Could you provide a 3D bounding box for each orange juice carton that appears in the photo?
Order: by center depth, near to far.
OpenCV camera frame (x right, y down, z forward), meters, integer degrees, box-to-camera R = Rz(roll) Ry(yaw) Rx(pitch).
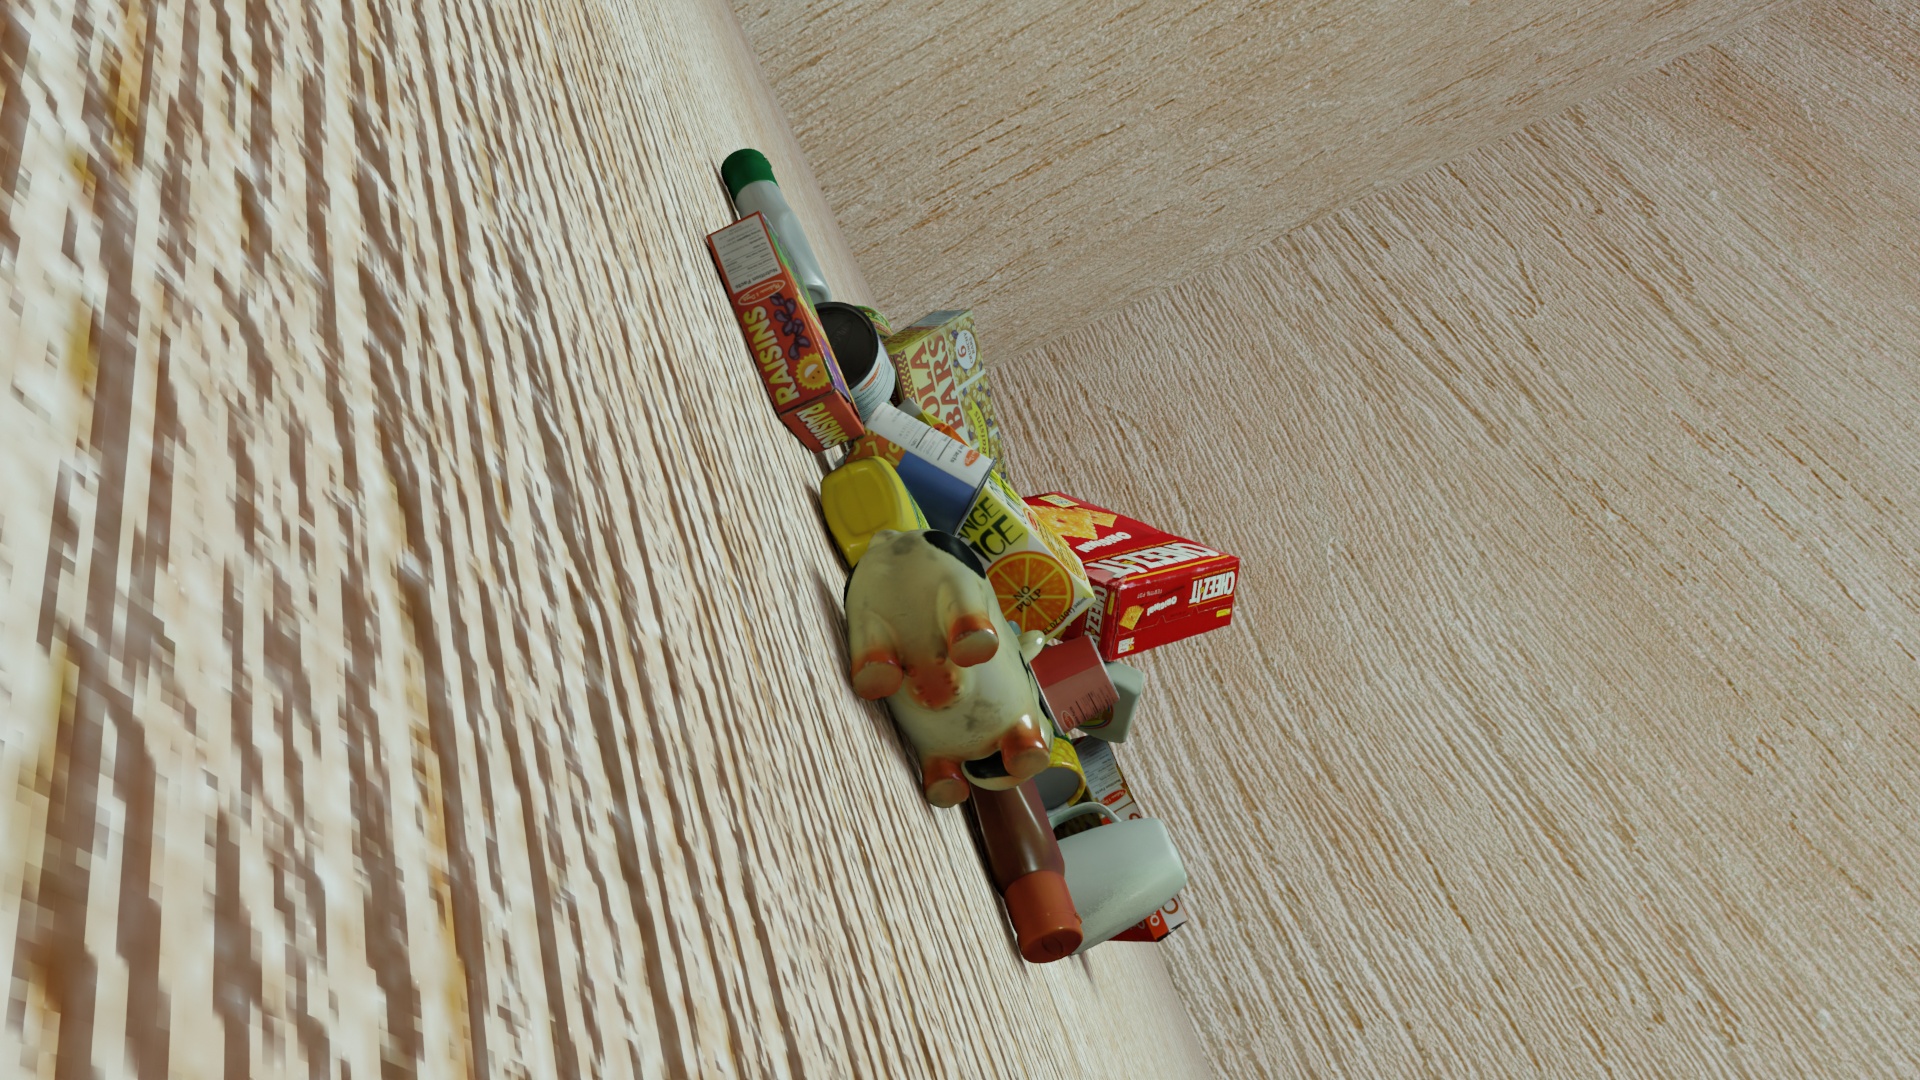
[{"bbox_3d":[0.003,-0.012,0.980,0.192,0.071,0.073,45,12,-19],"label":"orange juice carton"}]

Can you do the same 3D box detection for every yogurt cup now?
[{"bbox_3d":[0.085,0.106,1.045,0.072,0.054,0.072,-30,95,-87],"label":"yogurt cup"}]

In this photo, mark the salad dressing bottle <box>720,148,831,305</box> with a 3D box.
[{"bbox_3d":[-0.138,-0.226,1.020,0.148,0.044,0.064,66,6,29],"label":"salad dressing bottle"}]

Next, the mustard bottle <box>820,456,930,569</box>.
[{"bbox_3d":[-0.041,0.000,0.831,0.160,0.049,0.065,58,10,-72],"label":"mustard bottle"}]

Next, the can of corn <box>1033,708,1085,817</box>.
[{"bbox_3d":[0.058,0.172,1.075,0.058,0.071,0.071,-111,176,-48],"label":"can of corn"}]

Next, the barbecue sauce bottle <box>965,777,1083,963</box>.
[{"bbox_3d":[0.032,0.173,0.813,0.064,0.043,0.149,63,4,-45],"label":"barbecue sauce bottle"}]

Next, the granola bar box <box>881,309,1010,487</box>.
[{"bbox_3d":[-0.018,-0.095,1.150,0.125,0.039,0.165,-40,123,-49],"label":"granola bar box"}]

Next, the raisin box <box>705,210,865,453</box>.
[{"bbox_3d":[-0.102,-0.122,0.830,0.086,0.040,0.123,60,7,-76],"label":"raisin box"}]

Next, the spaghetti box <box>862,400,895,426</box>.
[{"bbox_3d":[-0.051,-0.077,1.062,0.250,0.028,0.050,54,4,-5],"label":"spaghetti box"}]

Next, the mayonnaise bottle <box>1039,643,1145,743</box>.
[{"bbox_3d":[0.068,0.112,1.107,0.041,0.148,0.064,-62,167,-56],"label":"mayonnaise bottle"}]

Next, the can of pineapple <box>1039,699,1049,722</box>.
[{"bbox_3d":[0.030,0.127,1.027,0.071,0.058,0.071,-32,97,-88],"label":"can of pineapple"}]

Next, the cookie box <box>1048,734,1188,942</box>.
[{"bbox_3d":[0.110,0.250,1.159,0.167,0.040,0.122,66,-28,4],"label":"cookie box"}]

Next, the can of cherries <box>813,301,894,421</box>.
[{"bbox_3d":[-0.082,-0.117,0.915,0.058,0.071,0.071,59,7,-73],"label":"can of cherries"}]

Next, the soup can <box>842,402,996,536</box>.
[{"bbox_3d":[-0.030,-0.039,0.895,0.084,0.071,0.071,28,2,1],"label":"soup can"}]

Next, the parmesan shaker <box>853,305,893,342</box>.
[{"bbox_3d":[-0.080,-0.149,1.192,0.103,0.071,0.071,-111,176,-54],"label":"parmesan shaker"}]
